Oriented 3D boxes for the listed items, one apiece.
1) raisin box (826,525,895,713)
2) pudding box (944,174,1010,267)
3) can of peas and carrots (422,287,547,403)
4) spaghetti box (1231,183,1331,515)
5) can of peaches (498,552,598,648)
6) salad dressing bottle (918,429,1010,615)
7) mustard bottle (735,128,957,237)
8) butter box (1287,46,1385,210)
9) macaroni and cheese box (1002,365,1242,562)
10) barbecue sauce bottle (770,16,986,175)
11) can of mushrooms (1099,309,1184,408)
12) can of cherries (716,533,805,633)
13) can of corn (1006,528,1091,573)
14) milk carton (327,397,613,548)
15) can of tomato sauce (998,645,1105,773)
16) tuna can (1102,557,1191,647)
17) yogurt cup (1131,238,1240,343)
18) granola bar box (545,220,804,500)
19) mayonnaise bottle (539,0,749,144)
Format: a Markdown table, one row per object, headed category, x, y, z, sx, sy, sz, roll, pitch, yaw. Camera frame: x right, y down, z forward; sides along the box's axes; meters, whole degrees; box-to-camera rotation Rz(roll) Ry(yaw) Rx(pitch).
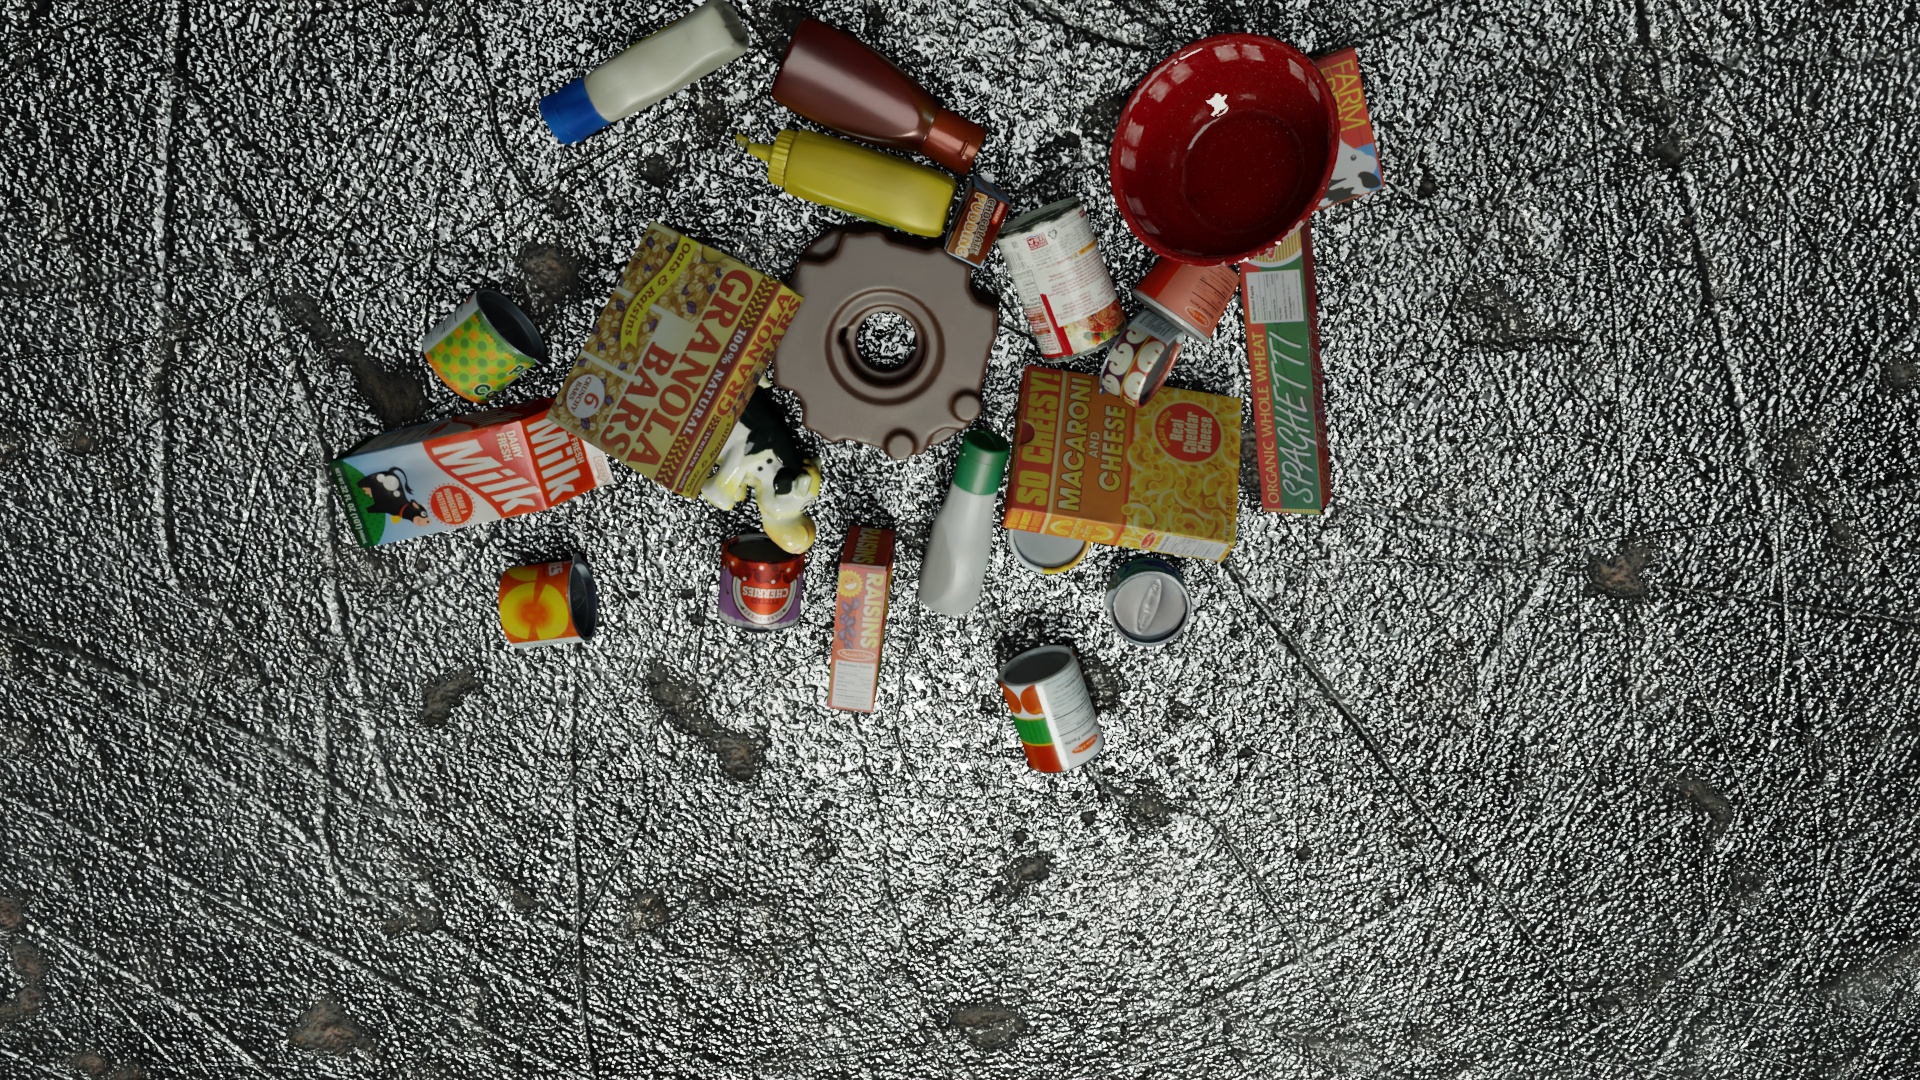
| category | x | y | z | sx | sy | sz | roll | pitch | yaw |
| --- | --- | --- | --- | --- | --- | --- | --- | --- | --- |
| raisin box | -0.077 | 0.060 | 1.089 | 0.040 | 0.086 | 0.123 | 7 | 110 | 0 |
| pudding box | 0.011 | -0.227 | 0.986 | 0.030 | 0.084 | 0.049 | 24 | 108 | -8 |
| can of peas and carrots | -0.350 | -0.142 | 1.027 | 0.058 | 0.071 | 0.071 | -36 | 106 | 13 |
| spaghetti box | 0.241 | -0.139 | 1.037 | 0.050 | 0.029 | 0.249 | 3 | 113 | 32 |
| can of peaches | -0.325 | 0.048 | 1.096 | 0.058 | 0.071 | 0.071 | -7 | 110 | 3 |
| salad dressing bottle | 0.004 | -0.013 | 1.065 | 0.044 | 0.064 | 0.146 | 1 | 124 | -23 |
| mustard bottle | -0.084 | -0.259 | 0.989 | 0.160 | 0.065 | 0.048 | 17 | 104 | 0 |
| butter box | 0.265 | -0.294 | 0.994 | 0.053 | 0.024 | 0.103 | -17 | 109 | 7 |
| macaroni and cheese box | 0.122 | -0.059 | 1.033 | 0.166 | 0.040 | 0.124 | 9 | 65 | -3 |
| barbecue sauce bottle | -0.055 | -0.307 | 0.980 | 0.148 | 0.044 | 0.064 | 25 | 108 | -9 |
| can of mushrooms | 0.131 | -0.129 | 1.008 | 0.033 | 0.071 | 0.070 | 32 | 109 | 15 |
| can of cherries | -0.155 | 0.033 | 1.087 | 0.071 | 0.072 | 0.058 | 7 | 110 | -2 |
| can of corn | 0.070 | -0.016 | 1.076 | 0.071 | 0.058 | 0.071 | 0 | 110 | 0 |
| milk carton | -0.364 | -0.056 | 1.054 | 0.190 | 0.074 | 0.072 | -12 | 109 | 4 |
| can of tomato sauce | 0.073 | 0.136 | 1.128 | 0.071 | 0.071 | 0.083 | -18 | 109 | 6 |
| tuna can | 0.147 | 0.048 | 1.112 | 0.071 | 0.033 | 0.070 | 0 | 110 | 0 |
| yogurt cup | 0.167 | -0.184 | 1.014 | 0.072 | 0.072 | 0.054 | 33 | 99 | -11 |
| granola bar box | -0.205 | -0.130 | 0.992 | 0.124 | 0.039 | 0.165 | 28 | 90 | 22 |
| mayonnaise bottle | -0.221 | -0.324 | 0.965 | 0.148 | 0.065 | 0.041 | -24 | 109 | 12 |
